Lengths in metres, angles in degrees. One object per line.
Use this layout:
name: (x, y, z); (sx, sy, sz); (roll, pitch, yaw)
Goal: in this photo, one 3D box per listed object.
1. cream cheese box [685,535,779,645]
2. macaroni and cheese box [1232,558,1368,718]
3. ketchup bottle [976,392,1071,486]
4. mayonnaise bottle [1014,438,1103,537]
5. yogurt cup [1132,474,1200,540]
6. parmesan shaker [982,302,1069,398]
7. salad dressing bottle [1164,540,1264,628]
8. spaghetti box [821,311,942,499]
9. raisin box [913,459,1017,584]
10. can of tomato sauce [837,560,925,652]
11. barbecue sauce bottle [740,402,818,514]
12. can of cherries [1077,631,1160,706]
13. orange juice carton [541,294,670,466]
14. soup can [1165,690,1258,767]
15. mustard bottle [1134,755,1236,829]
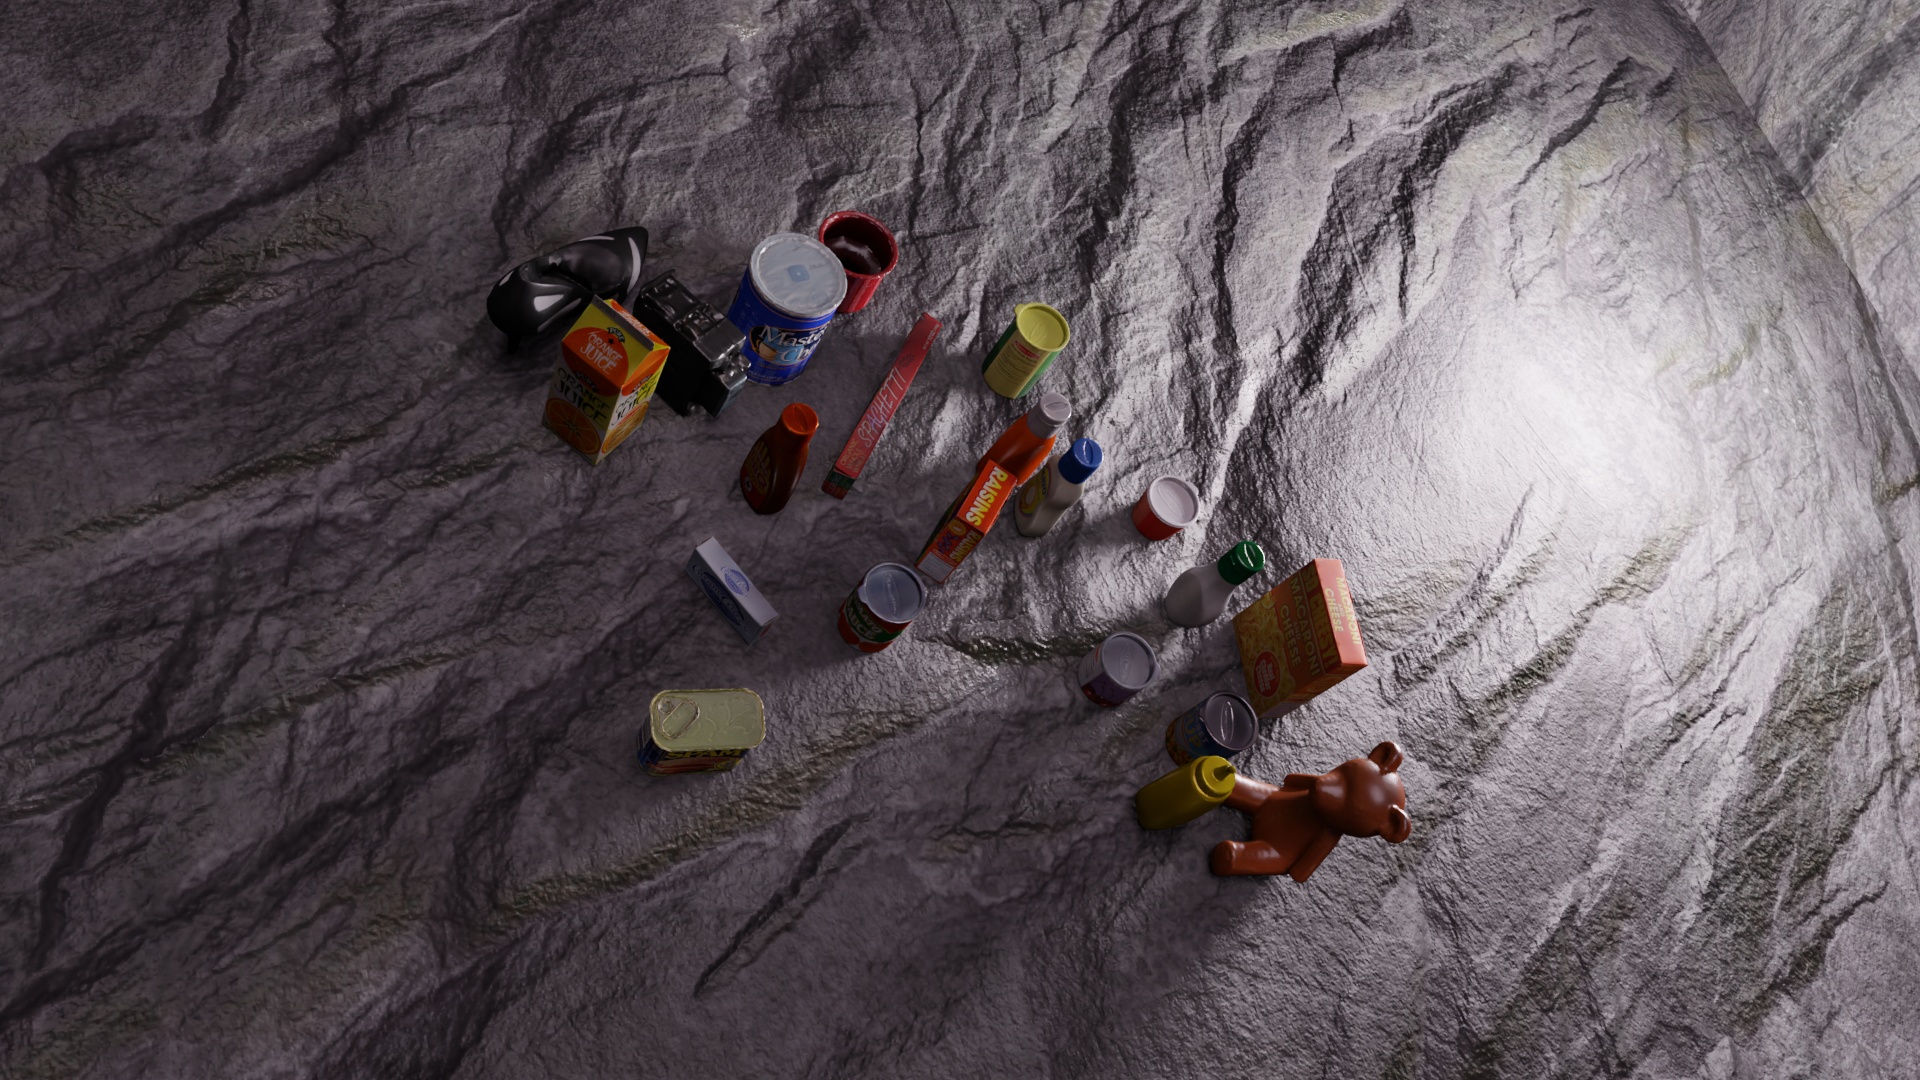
cream cheese box: (-0.223, 0.050, 1.349); (0.024, 0.053, 0.104); (-37, 83, -34)
macaroni and cheese box: (0.369, 0.109, 1.520); (0.040, 0.165, 0.124); (4, 63, -23)
ketchup bottle: (0.073, -0.108, 1.512); (0.065, 0.148, 0.043); (-9, 68, -28)
mayonnaise bottle: (0.105, -0.060, 1.501); (0.041, 0.147, 0.065); (9, 61, -20)
yogurt cup: (0.234, -0.035, 1.604); (0.072, 0.053, 0.073); (11, 60, -19)
parmesan shaker: (0.072, -0.220, 1.599); (0.071, 0.102, 0.071); (11, 60, -19)
salad dressing bottle: (0.279, 0.048, 1.523); (0.044, 0.147, 0.064); (-4, 66, -26)
spaghetti box: (-0.085, -0.150, 1.522); (0.028, 0.050, 0.251); (30, 55, -7)
raisin box: (0.005, -0.018, 1.448); (0.040, 0.122, 0.086); (34, 55, -5)
can of tomato sauce: (-0.082, 0.068, 1.386); (0.071, 0.082, 0.071); (11, 60, -19)
barbecue sauce bottle: (-0.179, -0.085, 1.384); (0.044, 0.147, 0.065); (-12, 70, -29)
can of cherries: (0.168, 0.139, 1.477); (0.071, 0.058, 0.072); (11, 60, -19)
orange juice carton: (-0.337, -0.158, 1.325); (0.072, 0.191, 0.073); (40, 55, -1)
soup can: (0.263, 0.203, 1.471); (0.071, 0.083, 0.071); (11, 60, -19)
mustard bottle: (0.234, 0.248, 1.387); (0.065, 0.159, 0.049); (-4, 66, -26)
